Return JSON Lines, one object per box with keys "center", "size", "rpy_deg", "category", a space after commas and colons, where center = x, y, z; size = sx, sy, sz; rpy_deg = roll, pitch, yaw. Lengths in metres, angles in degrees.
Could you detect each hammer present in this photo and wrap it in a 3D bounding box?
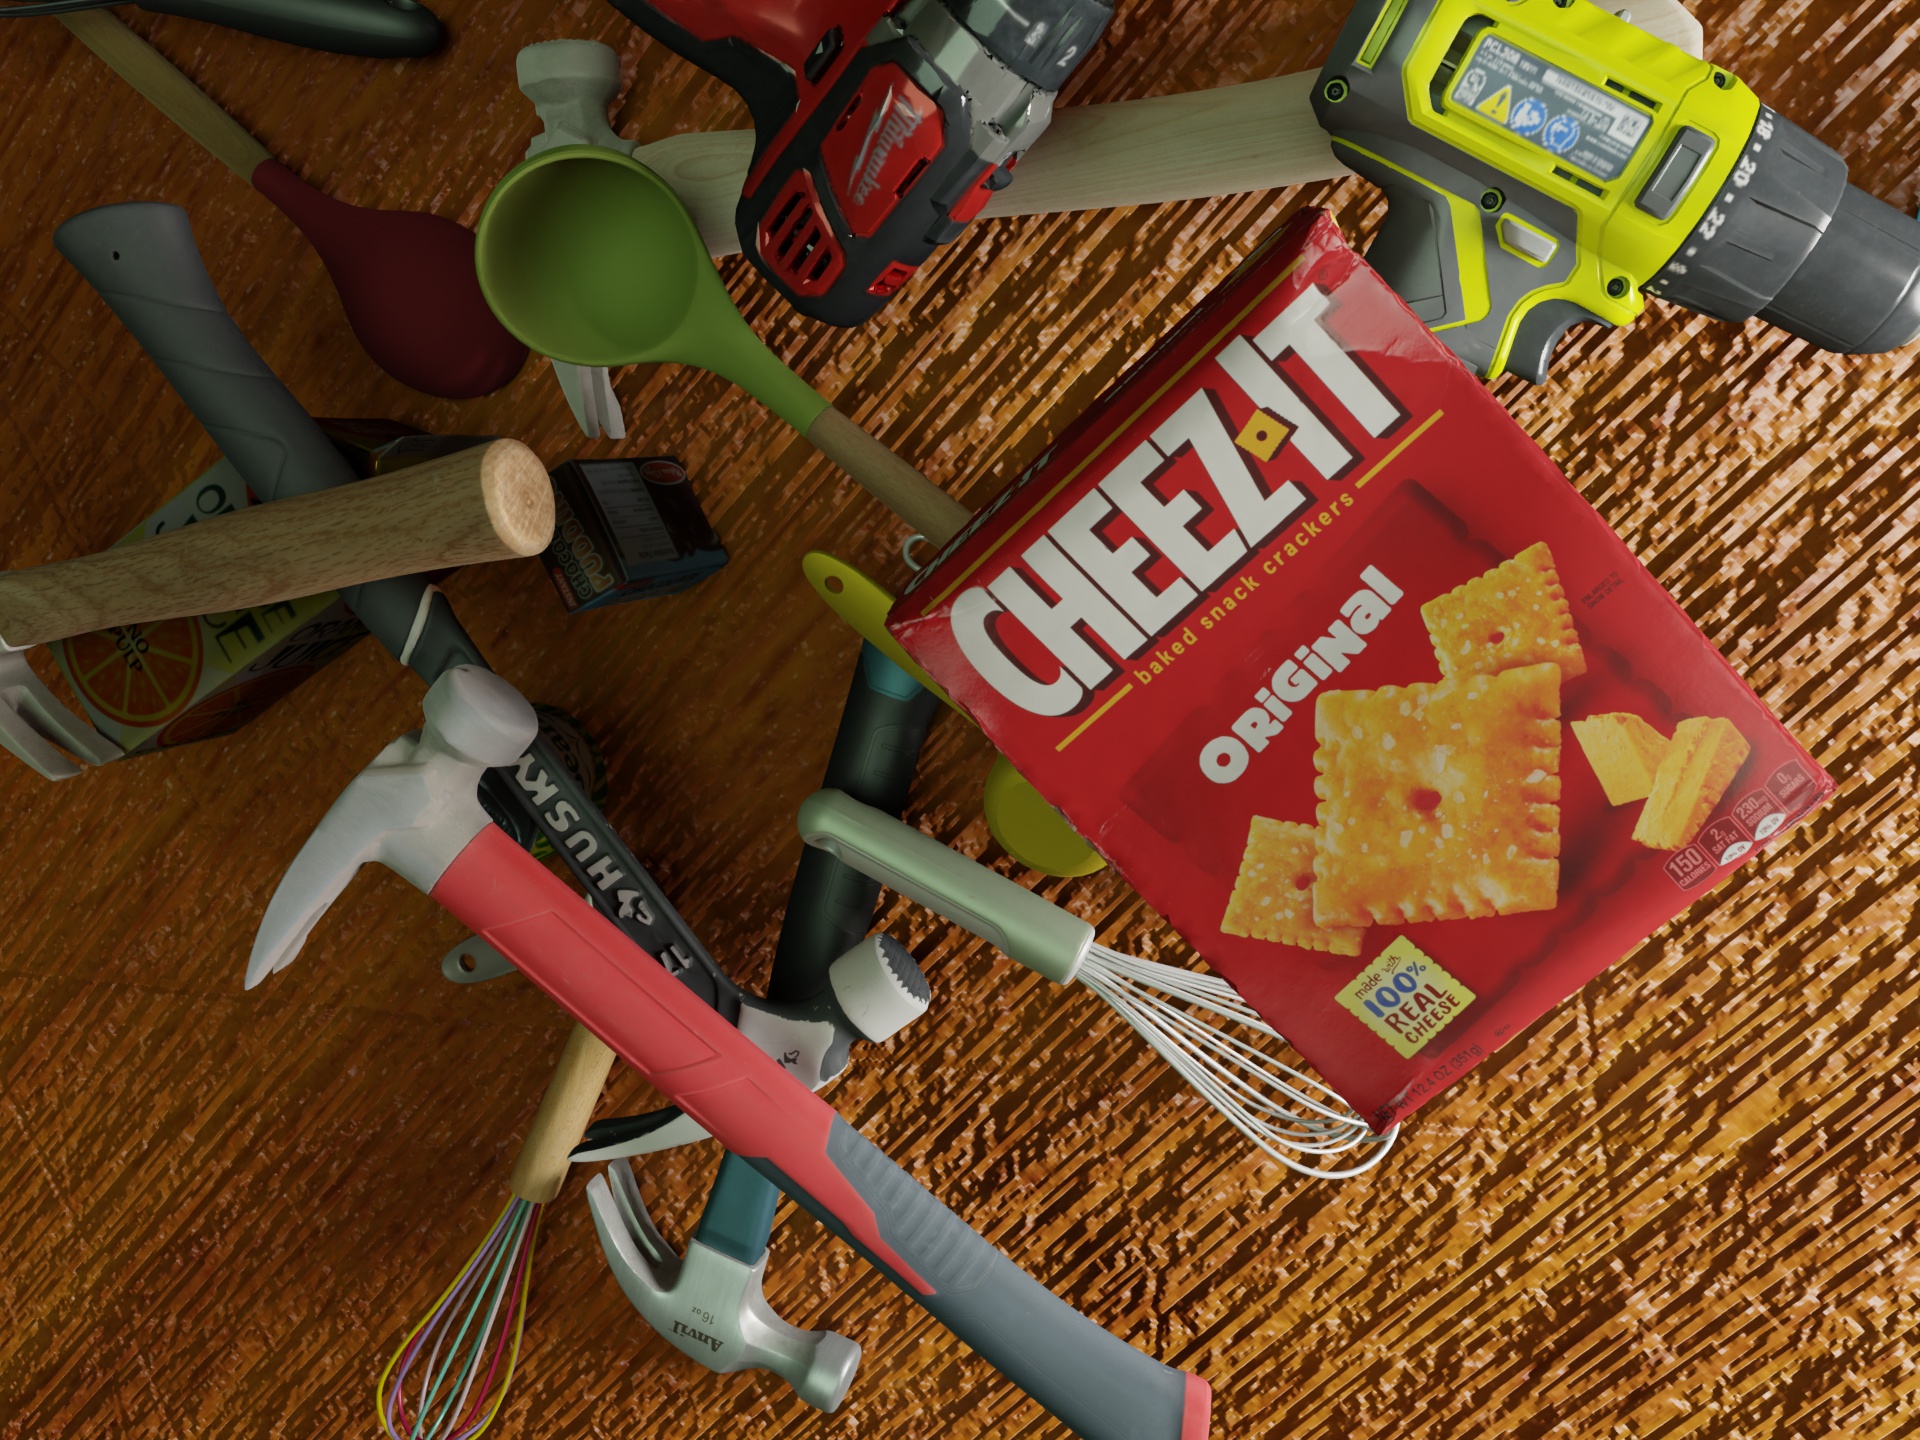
{"center": [-0.269, -0.050, 0.558], "size": [0.331, 0.031, 0.130], "rpy_deg": [-5, 107, 31], "category": "hammer"}
{"center": [-0.061, 0.112, 0.637], "size": [0.128, 0.033, 0.331], "rpy_deg": [20, 103, 11], "category": "hammer"}
{"center": [-0.189, -0.016, 0.584], "size": [0.149, 0.036, 0.409], "rpy_deg": [-36, 95, 11], "category": "hammer"}
{"center": [0.036, -0.188, 0.561], "size": [0.410, 0.038, 0.146], "rpy_deg": [-2, 99, 16], "category": "hammer"}
{"center": [-0.072, 0.157, 0.567], "size": [0.386, 0.038, 0.143], "rpy_deg": [41, 104, -2], "category": "hammer"}

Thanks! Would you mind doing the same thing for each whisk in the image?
{"center": [-0.321, -0.294, 0.633], "size": [0.239, 0.055, 0.055], "rpy_deg": [12, 102, 3], "category": "whisk"}
{"center": [0.049, 0.090, 0.579], "size": [0.246, 0.057, 0.059], "rpy_deg": [28, 66, 4], "category": "whisk"}
{"center": [-0.197, 0.220, 0.688], "size": [0.047, 0.051, 0.245], "rpy_deg": [28, 102, 16], "category": "whisk"}

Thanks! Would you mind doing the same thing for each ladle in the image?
{"center": [-0.033, -0.085, 0.548], "size": [0.320, 0.062, 0.078], "rpy_deg": [39, 116, 5], "category": "ladle"}
{"center": [-0.303, -0.242, 0.656], "size": [0.315, 0.031, 0.069], "rpy_deg": [40, 105, 9], "category": "ladle"}

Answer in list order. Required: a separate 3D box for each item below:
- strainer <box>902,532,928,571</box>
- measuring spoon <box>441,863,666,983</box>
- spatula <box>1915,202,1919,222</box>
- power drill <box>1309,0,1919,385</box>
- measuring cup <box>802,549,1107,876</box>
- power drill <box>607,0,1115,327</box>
{"center": [0.081, 0.006, 0.577], "size": [0.258, 0.050, 0.087], "rpy_deg": [35, 93, 12], "category": "strainer"}
{"center": [-0.173, 0.088, 0.677], "size": [0.124, 0.018, 0.034], "rpy_deg": [-22, 92, 25], "category": "measuring spoon"}
{"center": [0.313, -0.285, 0.474], "size": [0.082, 0.044, 0.317], "rpy_deg": [-7, 92, 17], "category": "spatula"}
{"center": [0.165, -0.099, 0.501], "size": [0.190, 0.080, 0.228], "rpy_deg": [29, 111, 2], "category": "power drill"}
{"center": [-0.001, -0.002, 0.568], "size": [0.156, 0.029, 0.062], "rpy_deg": [41, 129, -8], "category": "measuring cup"}
{"center": [-0.053, -0.264, 0.501], "size": [0.226, 0.080, 0.188], "rpy_deg": [47, 119, -1], "category": "power drill"}
